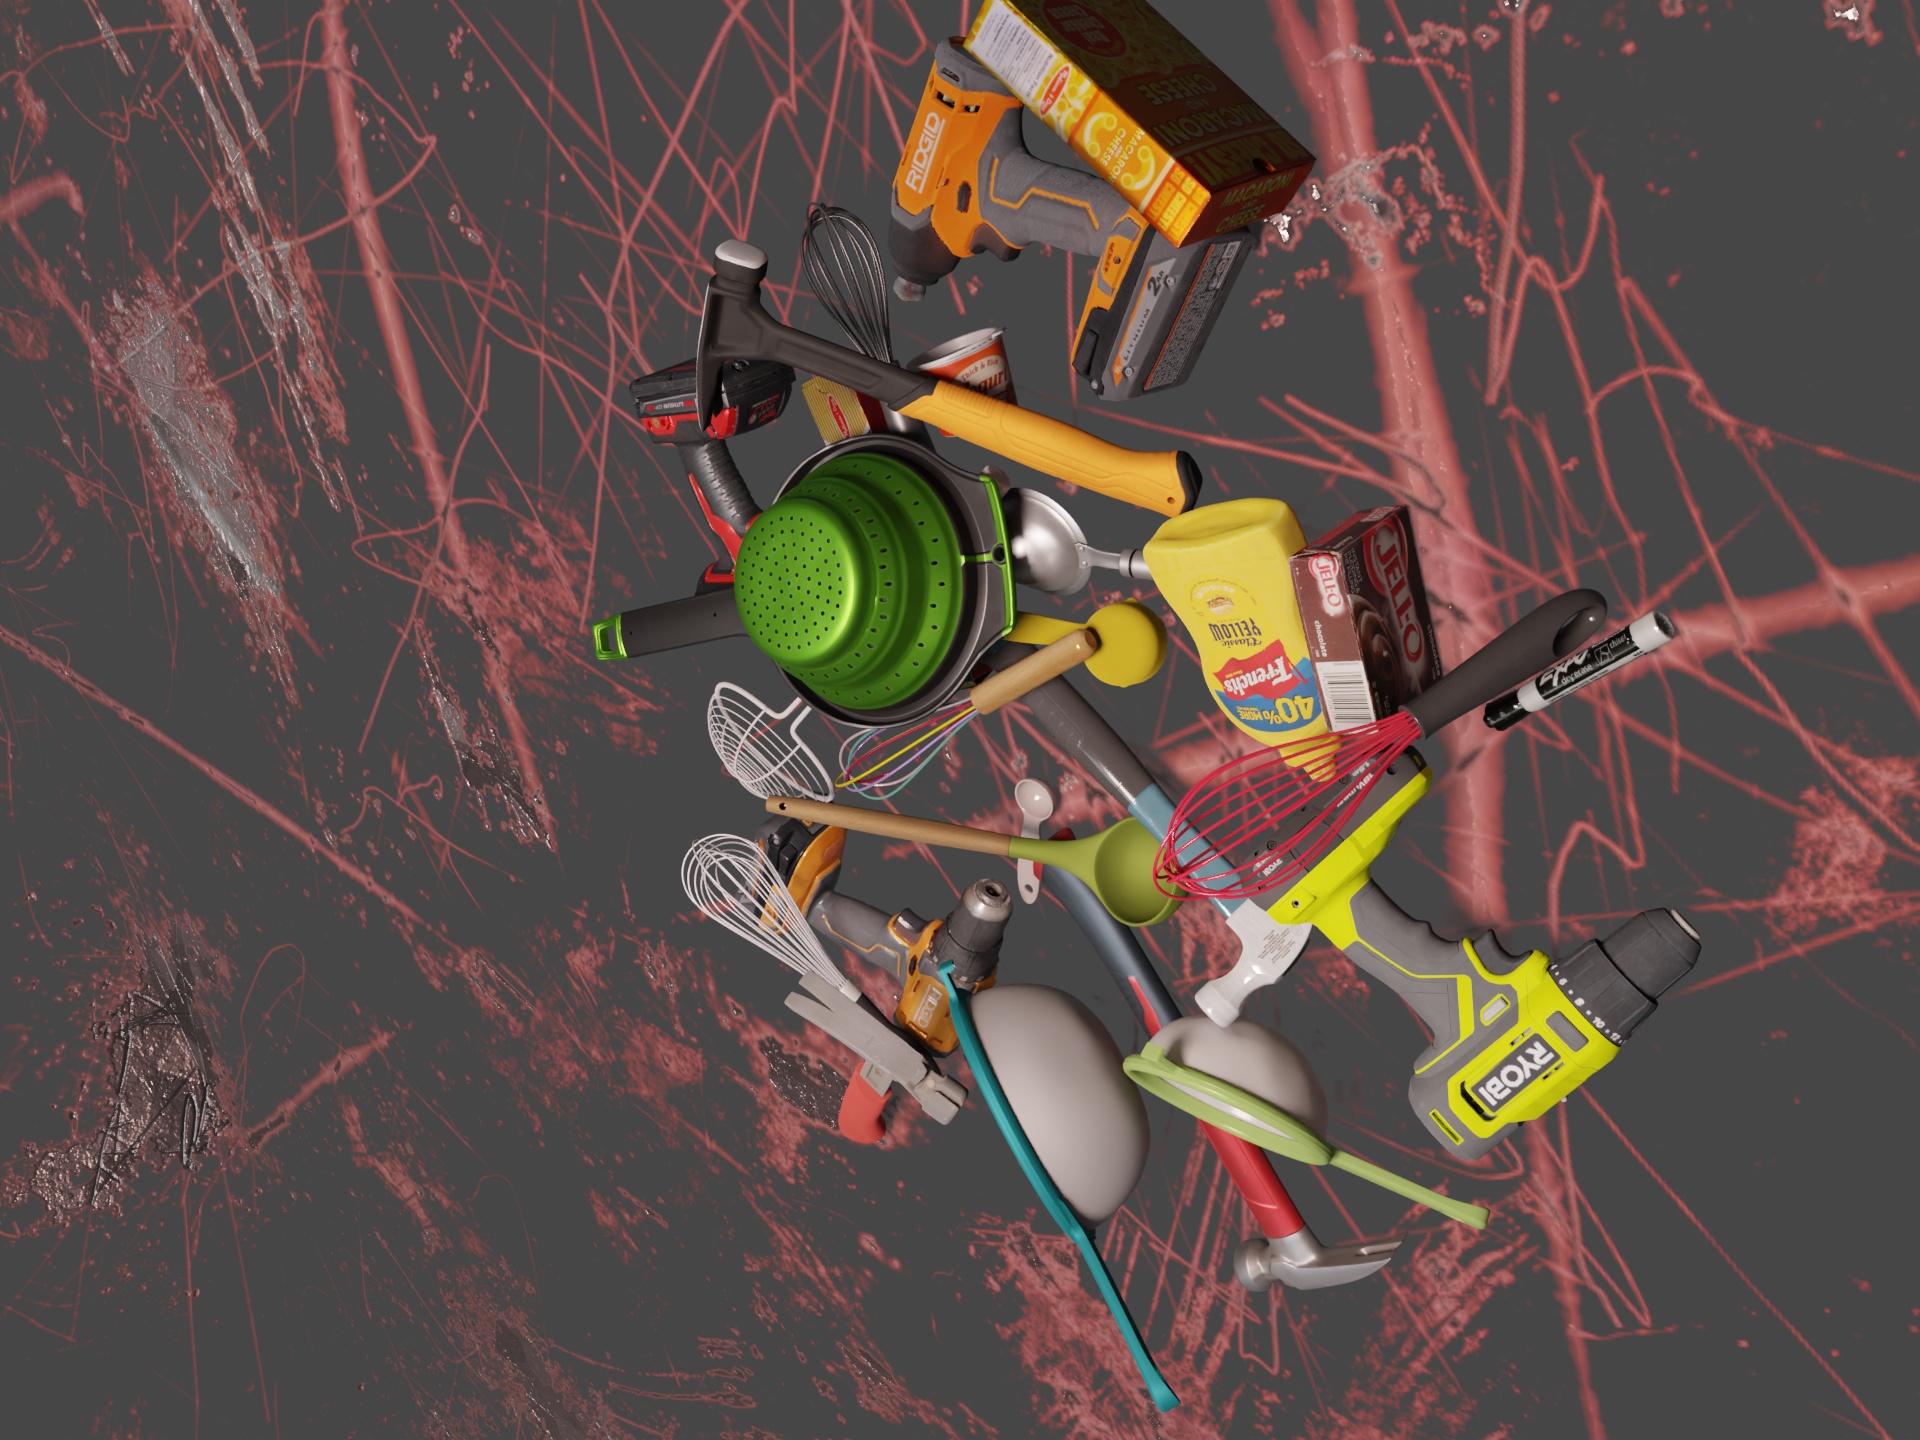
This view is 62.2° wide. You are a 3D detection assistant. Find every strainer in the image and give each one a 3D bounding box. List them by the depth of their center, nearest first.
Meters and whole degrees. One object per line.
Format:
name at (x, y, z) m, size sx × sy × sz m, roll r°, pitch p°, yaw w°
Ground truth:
strainer at (0.104, -0.105, 1.051) m, size 0.258 × 0.050 × 0.086 m, roll 11°, pitch 135°, yaw 32°
strainer at (0.239, 0.259, 1.072) m, size 0.256 × 0.069 × 0.151 m, roll 22°, pitch 164°, yaw 10°
strainer at (0.105, 0.318, 1.149) m, size 0.341 × 0.095 × 0.210 m, roll 61°, pitch -178°, yaw 40°

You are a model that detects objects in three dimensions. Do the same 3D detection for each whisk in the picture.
whisk at (0.231, 0.012, 0.871) m, size 0.073 × 0.296 × 0.073 m, roll 57°, pitch 177°, yaw 5°
whisk at (-0.055, -0.245, 1.109) m, size 0.055 × 0.055 × 0.238 m, roll -6°, pitch 112°, yaw 42°
whisk at (-0.002, -0.002, 1.117) m, size 0.245 × 0.047 × 0.051 m, roll -29°, pitch 76°, yaw 35°
whisk at (-0.115, 0.197, 1.279) m, size 0.284 × 0.070 × 0.070 m, roll 47°, pitch 135°, yaw -9°

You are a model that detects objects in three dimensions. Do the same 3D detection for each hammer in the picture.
hammer at (-0.009, -0.194, 1.019) m, size 0.337 × 0.034 × 0.127 m, roll 21°, pitch 130°, yaw 4°
hammer at (0.114, 0.043, 1.091) m, size 0.128 × 0.033 × 0.331 m, roll -44°, pitch 70°, yaw 5°
hammer at (0.177, 0.246, 1.175) m, size 0.143 × 0.038 × 0.386 m, roll -30°, pitch 92°, yaw 44°
hammer at (-0.082, 0.298, 1.310) m, size 0.149 × 0.037 × 0.359 m, roll 36°, pitch 158°, yaw 7°

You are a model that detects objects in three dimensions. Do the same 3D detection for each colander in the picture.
colander at (-0.150, -0.083, 1.120) m, size 0.397 × 0.094 × 0.204 m, roll -9°, pitch 89°, yaw 36°

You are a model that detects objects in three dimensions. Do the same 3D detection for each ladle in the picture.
ladle at (0.008, 0.086, 1.148) m, size 0.320 × 0.062 × 0.078 m, roll 9°, pitch 90°, yaw 11°

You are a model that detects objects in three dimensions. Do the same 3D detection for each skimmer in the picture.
skimmer at (-0.071, -0.062, 1.181) m, size 0.127 × 0.090 × 0.363 m, roll 44°, pitch 121°, yaw 1°

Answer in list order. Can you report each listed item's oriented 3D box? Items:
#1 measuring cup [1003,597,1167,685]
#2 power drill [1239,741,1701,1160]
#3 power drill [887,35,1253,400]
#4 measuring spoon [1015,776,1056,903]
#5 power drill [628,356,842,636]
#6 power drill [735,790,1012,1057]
measuring cup at (0.063, -0.059, 1.089) m, size 0.156 × 0.029 × 0.062 m, roll 10°, pitch 102°, yaw 22°
power drill at (0.301, 0.123, 0.957) m, size 0.190 × 0.080 × 0.228 m, roll -46°, pitch 77°, yaw 17°
power drill at (0.049, -0.289, 0.969) m, size 0.227 × 0.084 × 0.164 m, roll 41°, pitch 129°, yaw 21°
measuring spoon at (0.058, 0.091, 1.214) m, size 0.034 × 0.018 × 0.124 m, roll 26°, pitch 134°, yaw 28°
power drill at (-0.161, -0.167, 1.218) m, size 0.143 × 0.078 × 0.219 m, roll 4°, pitch 117°, yaw 39°
power drill at (-0.065, 0.152, 1.302) m, size 0.226 × 0.084 × 0.185 m, roll 35°, pitch 131°, yaw 15°
